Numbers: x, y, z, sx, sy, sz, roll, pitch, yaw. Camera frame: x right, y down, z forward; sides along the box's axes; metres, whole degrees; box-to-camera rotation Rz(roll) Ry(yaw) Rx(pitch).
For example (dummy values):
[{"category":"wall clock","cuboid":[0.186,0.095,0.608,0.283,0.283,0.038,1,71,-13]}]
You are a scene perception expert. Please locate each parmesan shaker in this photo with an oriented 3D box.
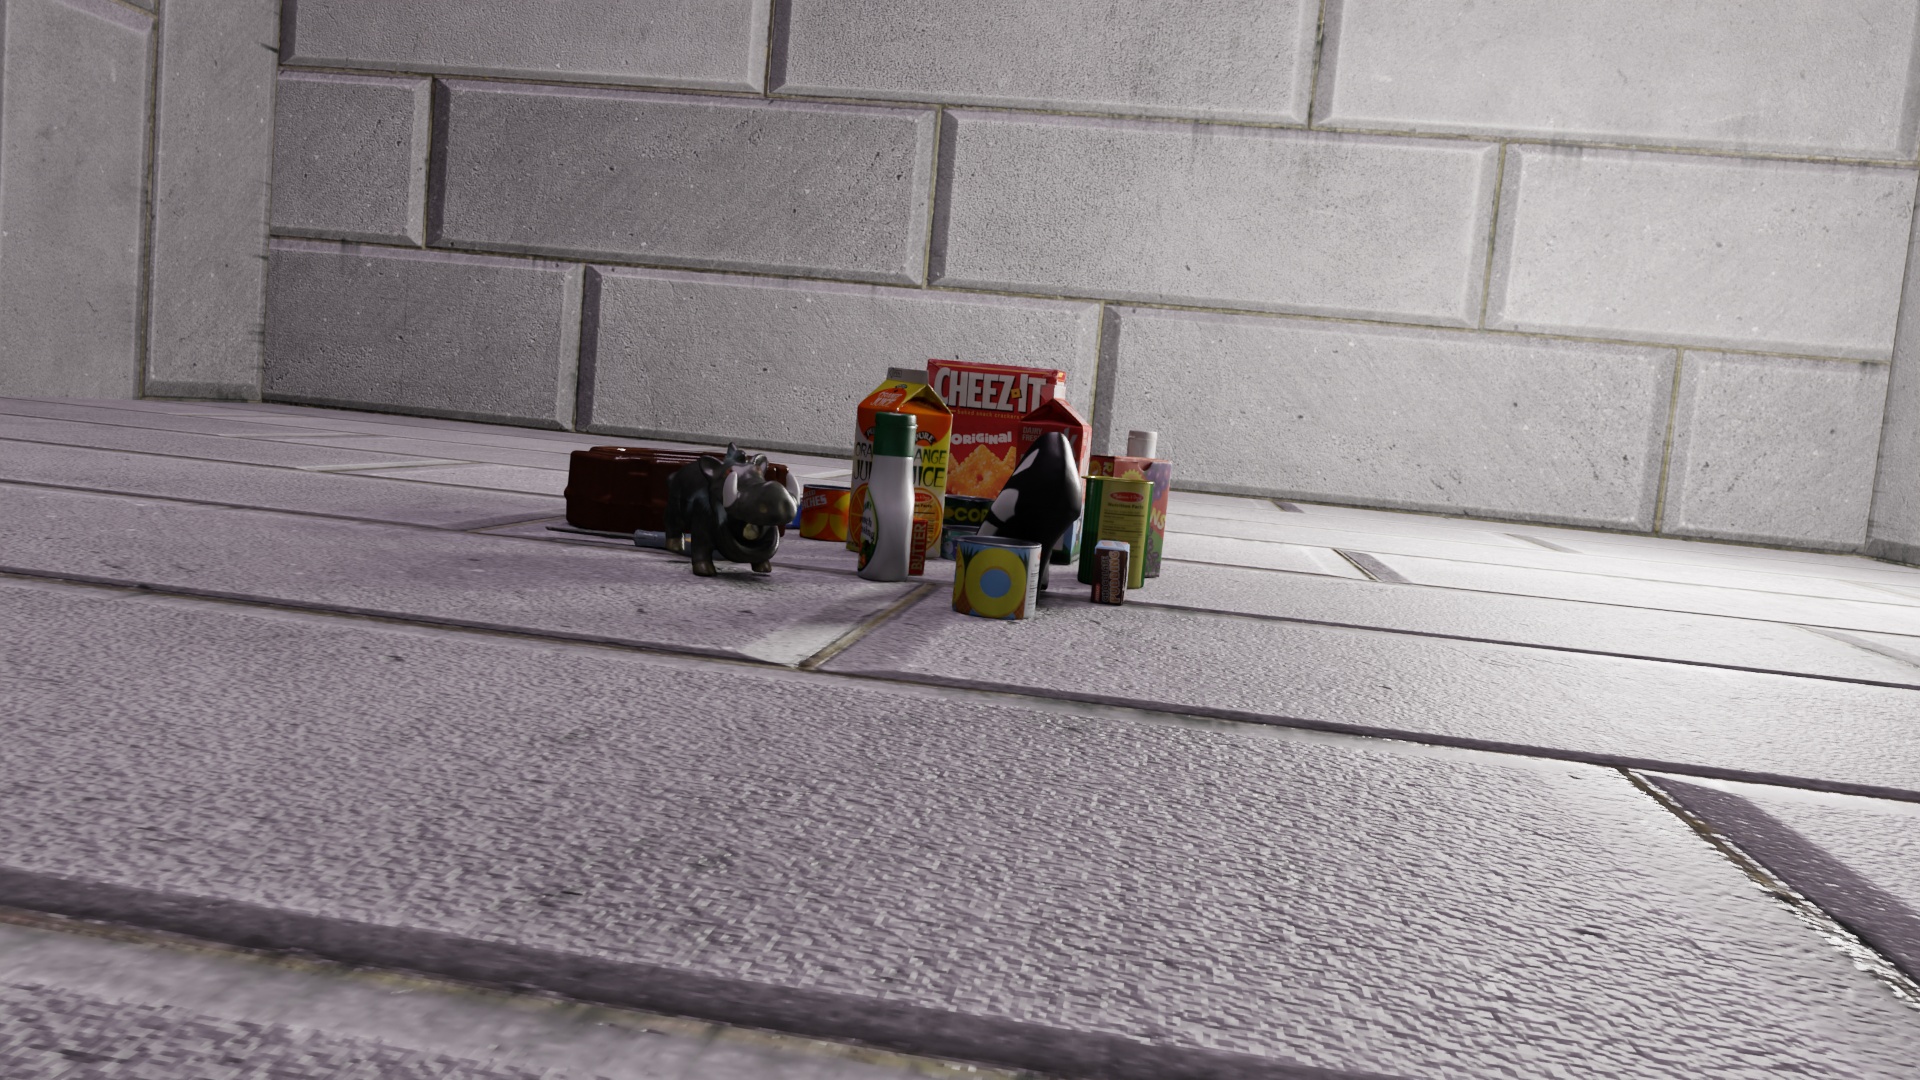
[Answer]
[{"category":"parmesan shaker","cuboid":[0.147,-0.009,1.343,0.071,0.103,0.071,5,5,0]}]

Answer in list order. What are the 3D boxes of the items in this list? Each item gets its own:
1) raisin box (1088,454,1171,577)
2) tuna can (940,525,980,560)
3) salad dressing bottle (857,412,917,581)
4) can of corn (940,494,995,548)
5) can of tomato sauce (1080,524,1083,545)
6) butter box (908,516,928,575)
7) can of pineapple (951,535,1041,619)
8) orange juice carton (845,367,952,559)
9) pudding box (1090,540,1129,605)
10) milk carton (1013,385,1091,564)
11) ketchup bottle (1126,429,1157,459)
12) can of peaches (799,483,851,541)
[{"category":"raisin box","cuboid":[0.169,-0.024,1.421,0.086,0.123,0.040,1,6,-39]},{"category":"tuna can","cuboid":[0.009,0.003,1.454,0.071,0.032,0.071,5,5,0]},{"category":"salad dressing bottle","cuboid":[-0.063,-0.039,1.227,0.044,0.147,0.064,4,5,-17]},{"category":"can of corn","cuboid":[0.006,-0.020,1.557,0.071,0.058,0.071,5,5,0]},{"category":"can of tomato sauce","cuboid":[0.167,-0.029,1.673,0.071,0.083,0.071,5,5,0]},{"category":"butter box","cuboid":[-0.059,0.000,1.318,0.024,0.053,0.103,3,6,-21]},{"category":"can of pineapple","cuboid":[0.026,0.028,1.085,0.071,0.057,0.071,5,5,0]},{"category":"orange juice carton","cuboid":[-0.062,-0.080,1.423,0.073,0.192,0.072,1,6,-37]},{"category":"pudding box","cuboid":[0.134,0.027,1.234,0.030,0.049,0.084,6,5,7]},{"category":"milk carton","cuboid":[0.099,-0.073,1.511,0.073,0.190,0.072,6,5,12]},{"category":"ketchup bottle","cuboid":[0.227,-0.067,1.786,0.043,0.148,0.065,2,6,-32]},{"category":"can of peaches","cuboid":[-0.145,-0.031,1.533,0.071,0.058,0.071,5,5,0]}]
